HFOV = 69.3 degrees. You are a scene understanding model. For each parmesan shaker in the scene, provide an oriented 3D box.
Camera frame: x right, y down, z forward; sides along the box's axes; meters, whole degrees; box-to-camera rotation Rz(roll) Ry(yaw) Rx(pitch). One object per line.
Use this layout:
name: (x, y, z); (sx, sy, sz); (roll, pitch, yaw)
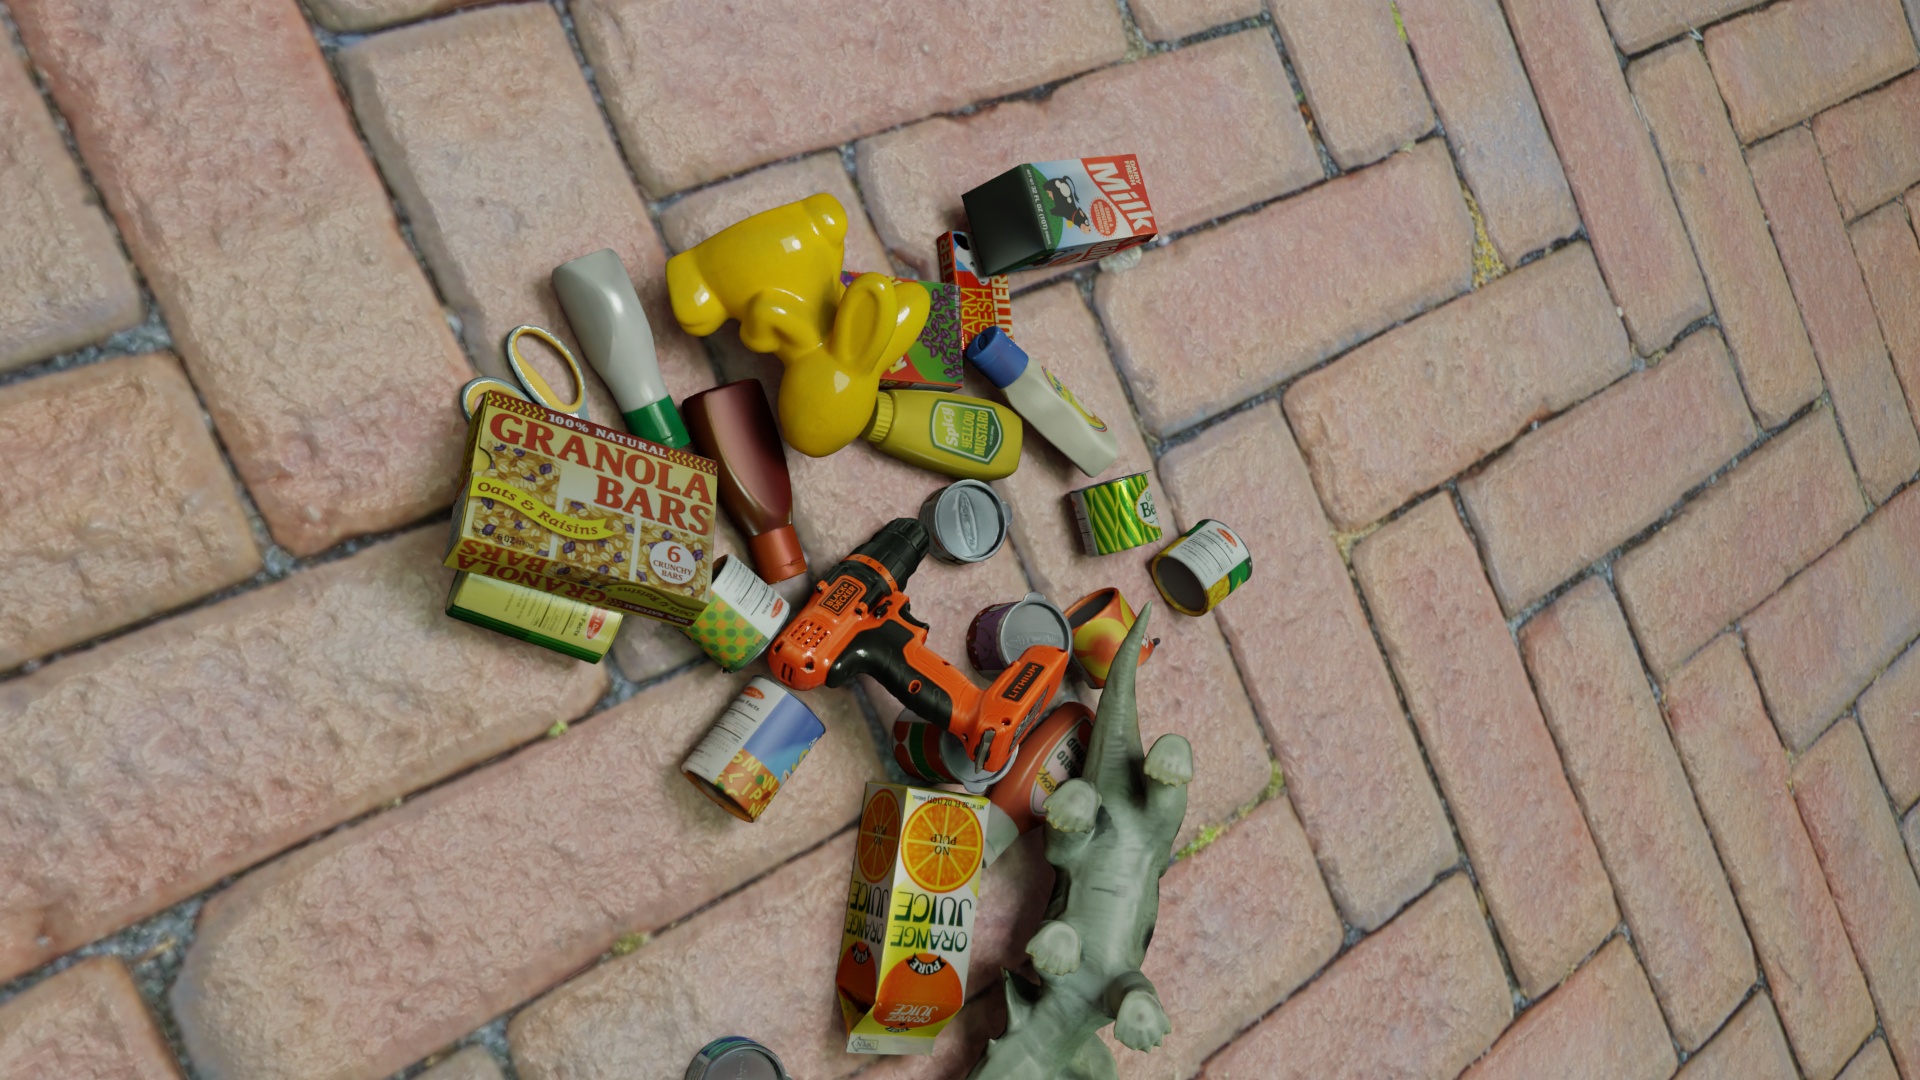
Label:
parmesan shaker: (-0.281, 0.033, 0.930); (0.103, 0.071, 0.071); (23, 73, -24)

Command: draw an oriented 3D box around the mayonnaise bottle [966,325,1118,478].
mayonnaise bottle: (0.067, -0.115, 1.135); (0.041, 0.065, 0.148); (-41, 117, 18)

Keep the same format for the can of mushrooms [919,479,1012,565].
can of mushrooms: (0.004, -0.014, 1.111); (0.071, 0.033, 0.071); (4, 81, -28)

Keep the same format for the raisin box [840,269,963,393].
raisin box: (-0.061, -0.163, 1.093); (0.123, 0.040, 0.086); (2, 83, -28)

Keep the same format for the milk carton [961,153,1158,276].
milk carton: (0.098, -0.275, 1.164); (0.191, 0.073, 0.072); (-20, 94, -43)

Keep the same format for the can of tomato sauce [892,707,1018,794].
can of tomato sauce: (-0.005, 0.154, 1.054); (0.071, 0.083, 0.071); (4, 82, -28)

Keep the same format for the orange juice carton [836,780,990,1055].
orange juice carton: (-0.038, 0.279, 1.025); (0.072, 0.073, 0.193); (14, 77, -27)

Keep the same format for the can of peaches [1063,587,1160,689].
can of peaches: (0.119, 0.078, 1.141); (0.071, 0.071, 0.058); (-41, 102, -27)

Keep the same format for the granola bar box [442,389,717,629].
granola bar box: (-0.246, -0.020, 0.923); (0.165, 0.039, 0.125); (18, 47, -27)

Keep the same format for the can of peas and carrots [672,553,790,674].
can of peas and carrots: (-0.166, 0.053, 0.992); (0.058, 0.071, 0.071); (43, 66, -17)

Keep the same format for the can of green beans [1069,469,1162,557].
can of green beans: (0.131, -0.022, 1.162); (0.071, 0.071, 0.058); (-16, 92, -29)

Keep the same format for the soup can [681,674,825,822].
soup can: (-0.145, 0.150, 0.989); (0.071, 0.071, 0.084); (45, 66, -16)

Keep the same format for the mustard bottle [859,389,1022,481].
mustard bottle: (-0.028, -0.088, 1.094); (0.160, 0.048, 0.065); (10, 77, -27)

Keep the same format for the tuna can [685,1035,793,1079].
tuna can: (-0.155, 0.382, 0.970); (0.071, 0.032, 0.071); (4, 82, -28)

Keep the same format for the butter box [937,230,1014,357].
butter box: (0.013, -0.203, 1.147); (0.053, 0.024, 0.103); (-3, 85, -30)

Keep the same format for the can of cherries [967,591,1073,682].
can of cherries: (0.047, 0.078, 1.108); (0.071, 0.058, 0.071); (4, 82, -27)

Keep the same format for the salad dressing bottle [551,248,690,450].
salad dressing bottle: (-0.237, -0.130, 0.982); (0.044, 0.064, 0.147); (-33, 108, -38)

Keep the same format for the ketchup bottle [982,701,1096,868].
ketchup bottle: (0.057, 0.197, 1.105); (0.149, 0.043, 0.064); (-41, 114, -26)

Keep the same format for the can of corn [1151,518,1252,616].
can of corn: (0.208, 0.026, 1.201); (0.058, 0.071, 0.071); (-34, 100, -27)

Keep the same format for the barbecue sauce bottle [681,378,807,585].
barbecue sauce bottle: (-0.153, -0.042, 1.022); (0.065, 0.043, 0.148); (-23, 96, -48)
